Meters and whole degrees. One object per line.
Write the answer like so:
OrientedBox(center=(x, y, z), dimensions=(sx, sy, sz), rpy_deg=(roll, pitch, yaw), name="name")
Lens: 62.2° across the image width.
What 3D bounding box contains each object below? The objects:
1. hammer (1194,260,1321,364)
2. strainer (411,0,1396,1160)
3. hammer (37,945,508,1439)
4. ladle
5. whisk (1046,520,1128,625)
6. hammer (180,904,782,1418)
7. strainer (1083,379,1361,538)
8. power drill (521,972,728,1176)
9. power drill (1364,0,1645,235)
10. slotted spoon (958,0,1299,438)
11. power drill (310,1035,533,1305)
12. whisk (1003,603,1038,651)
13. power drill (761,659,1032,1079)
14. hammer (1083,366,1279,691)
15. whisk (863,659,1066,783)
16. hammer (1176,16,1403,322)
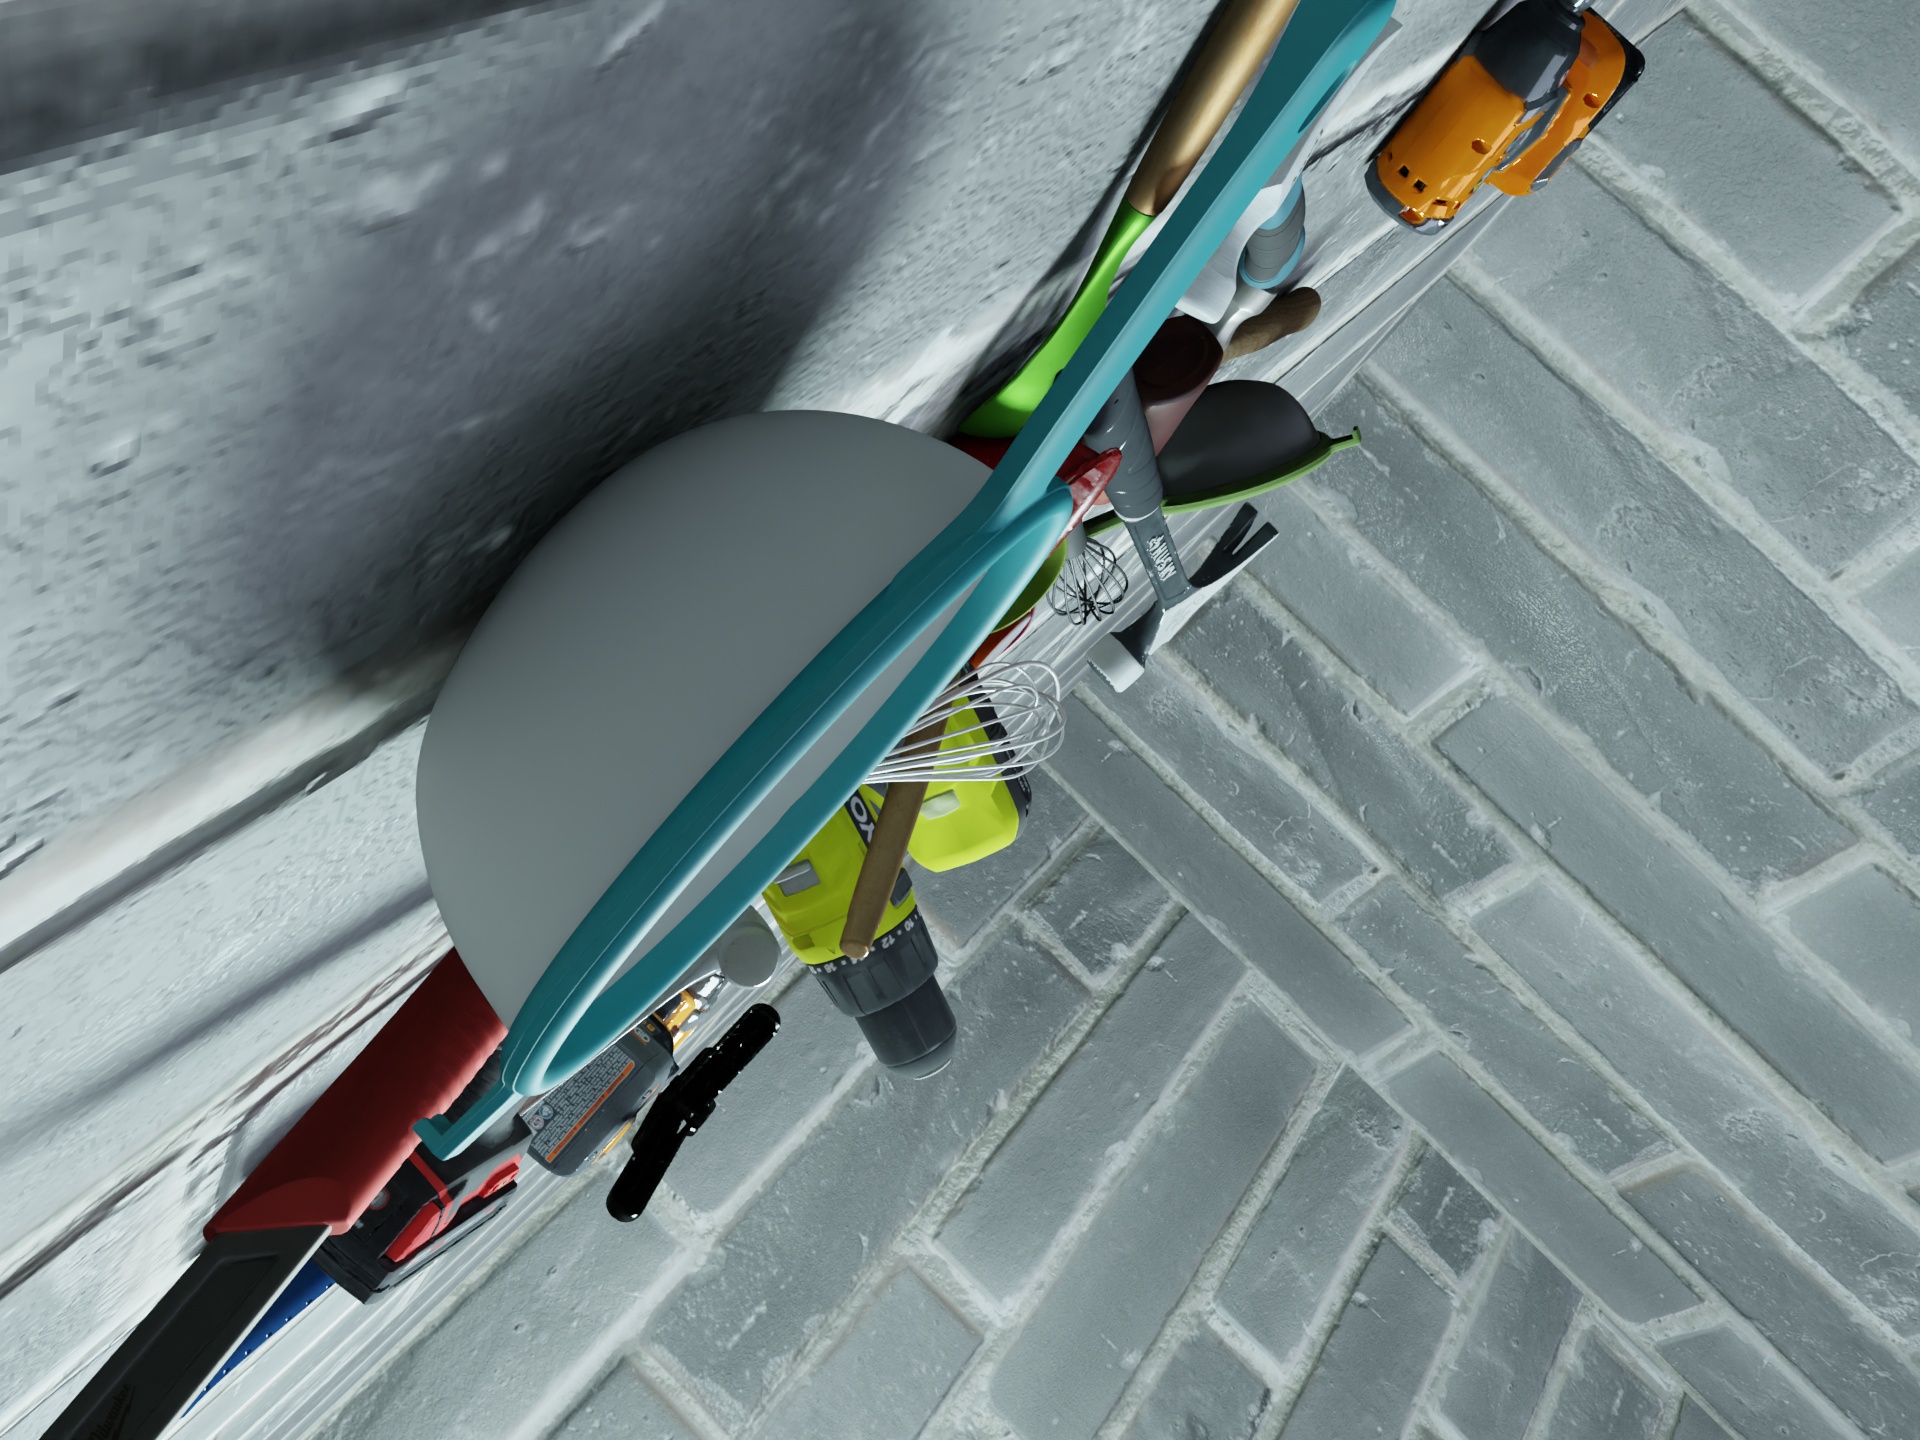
OrientedBox(center=(0.188, -0.254, 1.051), dimensions=(0.130, 0.031, 0.331), rpy_deg=(-49, 175, 30), name="hammer")
OrientedBox(center=(-0.039, -0.051, 0.389), dimensions=(0.340, 0.095, 0.211), rpy_deg=(-51, 176, 34), name="strainer")
OrientedBox(center=(-0.210, 0.134, 0.528), dimensions=(0.036, 0.149, 0.359), rpy_deg=(-55, -178, 40), name="hammer")
OrientedBox(center=(-0.001, -0.002, 0.782), dimensions=(0.320, 0.062, 0.078), rpy_deg=(-73, -178, -48), name="ladle")
OrientedBox(center=(0.069, -0.109, 0.970), dimensions=(0.055, 0.055, 0.238), rpy_deg=(-46, 162, -3), name="whisk")
OrientedBox(center=(-0.271, 0.236, 0.886), dimensions=(0.405, 0.035, 0.144), rpy_deg=(-38, -169, -8), name="hammer")
OrientedBox(center=(0.139, -0.182, 1.105), dimensions=(0.256, 0.069, 0.152), rpy_deg=(-25, -161, -24), name="strainer")
OrientedBox(center=(-0.234, 0.227, 1.186), dimensions=(0.185, 0.084, 0.226), rpy_deg=(-49, 179, 7), name="power drill")
OrientedBox(center=(0.361, -0.403, 1.019), dimensions=(0.226, 0.084, 0.164), rpy_deg=(-35, 168, -49), name="power drill")
OrientedBox(center=(0.074, -0.197, 0.546), dimensions=(0.070, 0.031, 0.313), rpy_deg=(-45, 174, -38), name="slotted spoon")
OrientedBox(center=(-0.209, 0.149, 0.715), dimensions=(0.219, 0.078, 0.143), rpy_deg=(-50, 171, 14), name="power drill")
OrientedBox(center=(-0.032, -0.022, 1.075), dimensions=(0.245, 0.047, 0.051), rpy_deg=(-43, 165, 23), name="whisk")
OrientedBox(center=(-0.035, 0.057, 0.818), dimensions=(0.080, 0.190, 0.228), rpy_deg=(-23, -170, 22), name="power drill")
OrientedBox(center=(0.105, -0.117, 0.876), dimensions=(0.149, 0.036, 0.408), rpy_deg=(-43, 163, 2), name="hammer")
OrientedBox(center=(-0.049, 0.019, 0.665), dimensions=(0.246, 0.058, 0.059), rpy_deg=(-17, 131, -38), name="whisk")
OrientedBox(center=(0.138, -0.227, 0.702), dimensions=(0.128, 0.033, 0.331), rpy_deg=(-60, 175, 14), name="hammer")
